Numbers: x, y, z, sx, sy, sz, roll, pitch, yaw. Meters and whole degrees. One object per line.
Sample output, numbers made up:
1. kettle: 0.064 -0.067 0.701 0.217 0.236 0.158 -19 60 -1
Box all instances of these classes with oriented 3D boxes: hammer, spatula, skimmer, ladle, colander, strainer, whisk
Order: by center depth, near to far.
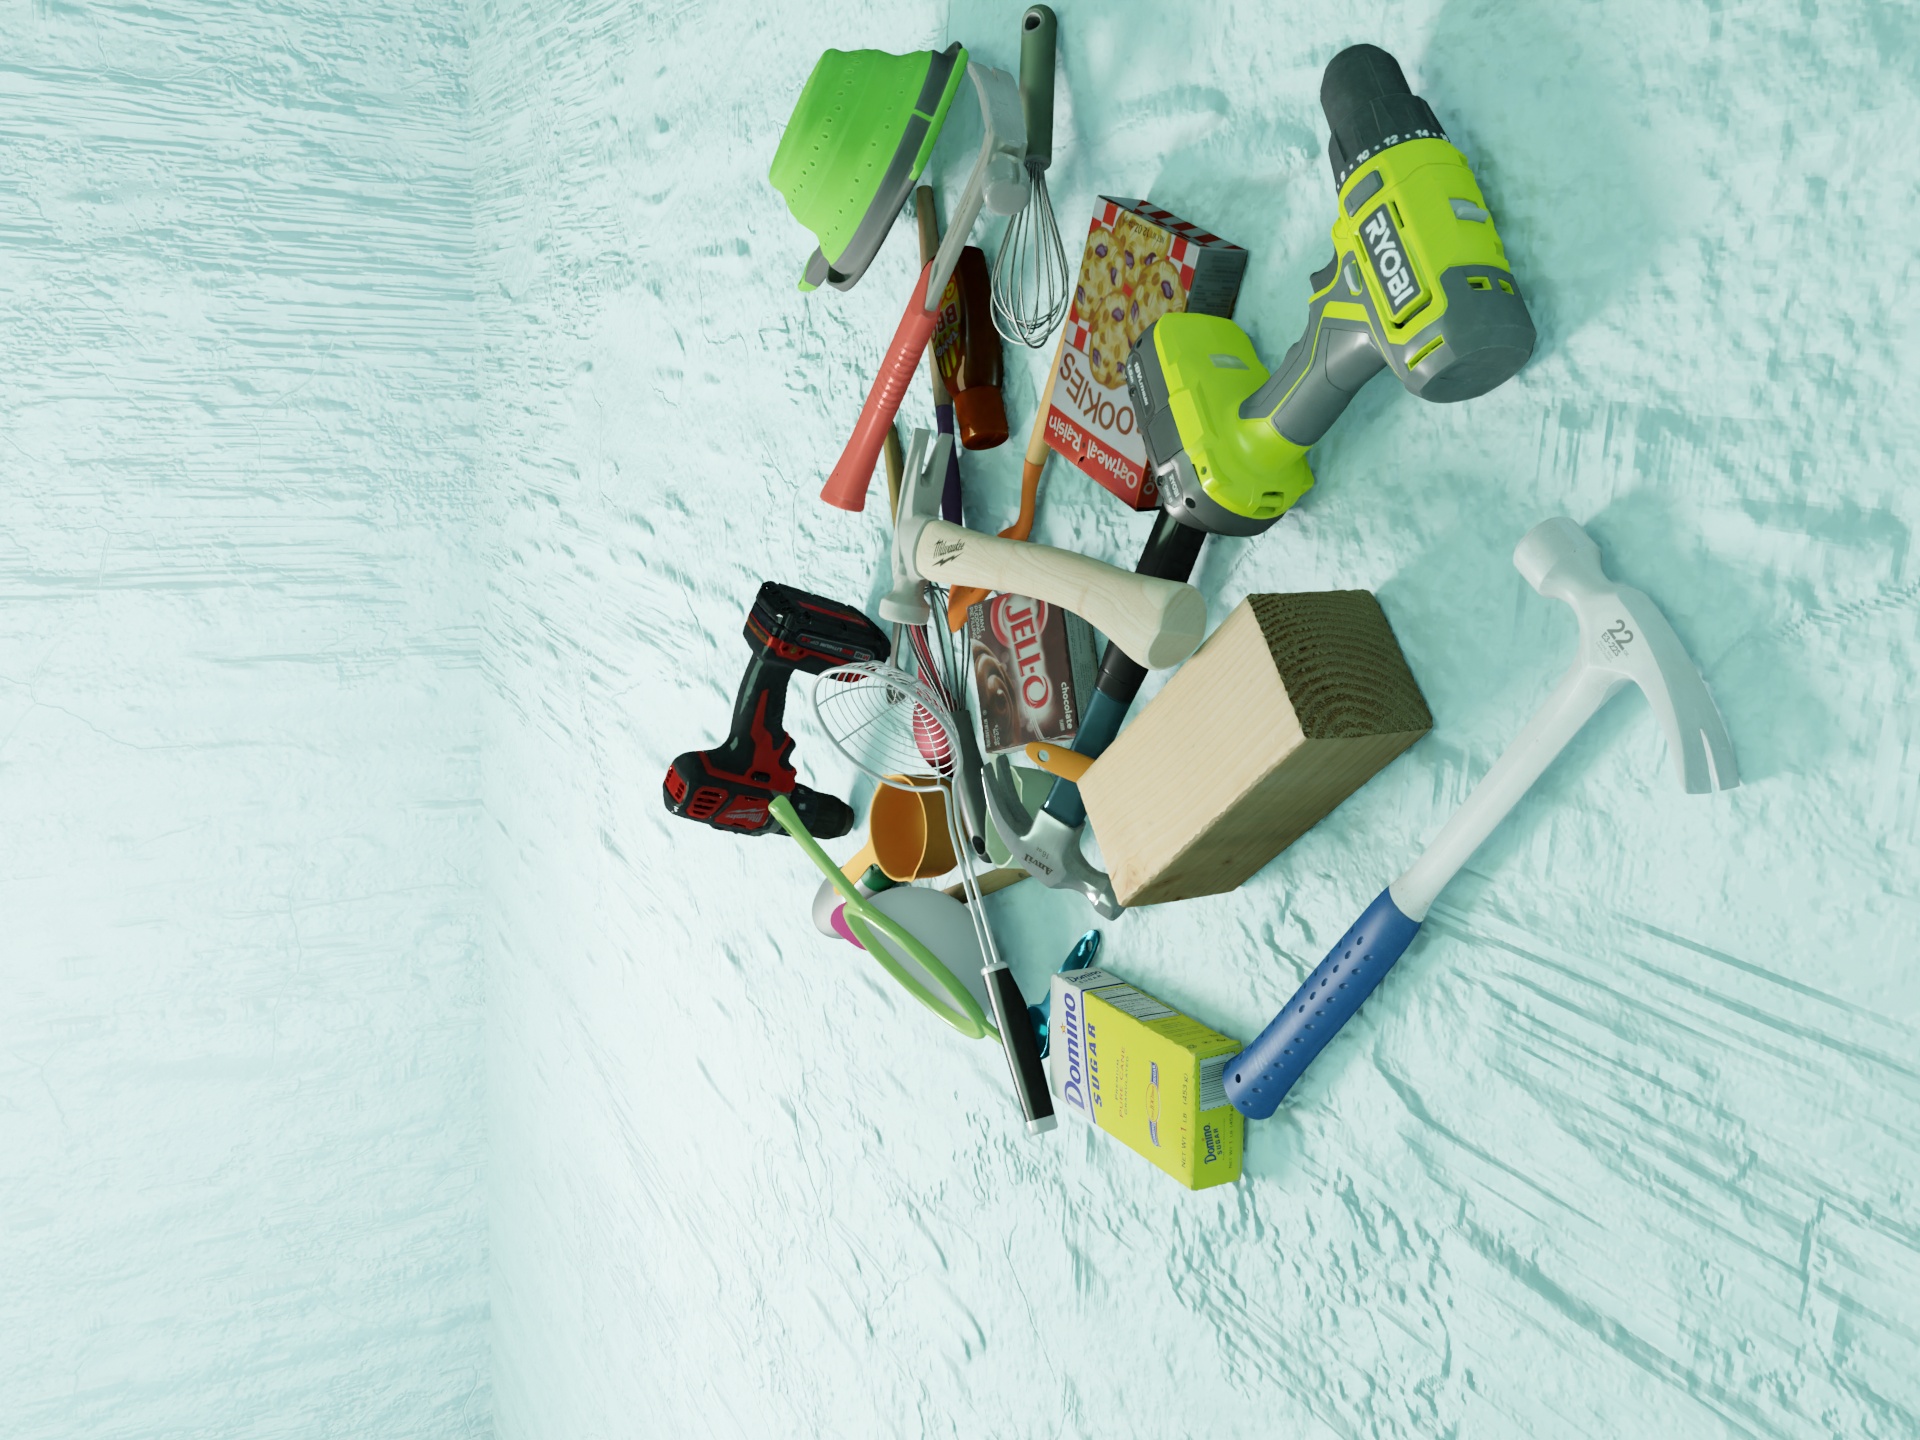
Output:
1. hammer: 0.240 0.093 0.828 0.144 0.035 0.405 64 145 35
2. hammer: 0.042 -0.108 1.033 0.411 0.038 0.146 -153 71 -64
3. hammer: 0.106 -0.030 1.033 0.128 0.033 0.330 31 120 20
4. whisk: 0.051 -0.375 1.094 0.058 0.059 0.246 -2 82 31
5. spatula: 0.051 -0.209 1.134 0.081 0.041 0.322 -92 17 -57
6. skimmer: -0.017 0.128 1.159 0.127 0.090 0.363 -35 68 54
7. hammer: -0.034 -0.295 1.177 0.359 0.036 0.149 121 151 -45
8. strainer: -0.049 0.139 1.242 0.256 0.069 0.151 52 162 -19
9. whisk: -0.001 -0.004 1.255 0.055 0.055 0.239 -30 70 59
10. spatula: -0.016 -0.274 1.262 0.059 0.018 0.316 22 -118 -74
11. colander: -0.111 -0.437 1.292 0.204 0.094 0.397 -69 16 -10
12. ladle: -0.037 -0.105 1.331 0.069 0.031 0.315 -28 67 53

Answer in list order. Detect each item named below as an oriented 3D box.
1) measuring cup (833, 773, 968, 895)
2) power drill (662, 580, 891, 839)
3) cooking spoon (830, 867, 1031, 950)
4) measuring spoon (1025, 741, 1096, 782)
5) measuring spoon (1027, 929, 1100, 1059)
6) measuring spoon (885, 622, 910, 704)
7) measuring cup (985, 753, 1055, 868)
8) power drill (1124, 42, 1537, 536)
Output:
1. measuring cup: -0.051 0.107 1.340 0.173 0.052 0.095 -46 54 48
2. power drill: -0.145 0.006 1.429 0.080 0.187 0.226 44 113 51
3. cooking spoon: -0.025 0.154 1.323 0.319 0.068 0.017 -30 25 54
4. measuring spoon: 0.092 0.039 1.038 0.117 0.011 0.021 22 117 23
5. measuring spoon: 0.079 0.201 1.170 0.128 0.021 0.042 -63 36 30
6. measuring spoon: -0.048 -0.074 1.371 0.034 0.018 0.124 -161 77 -70
7. measuring cup: 0.043 0.038 1.199 0.083 0.038 0.168 114 156 -44
8. power drill: 0.186 -0.220 0.849 0.228 0.080 0.191 -41 58 53
